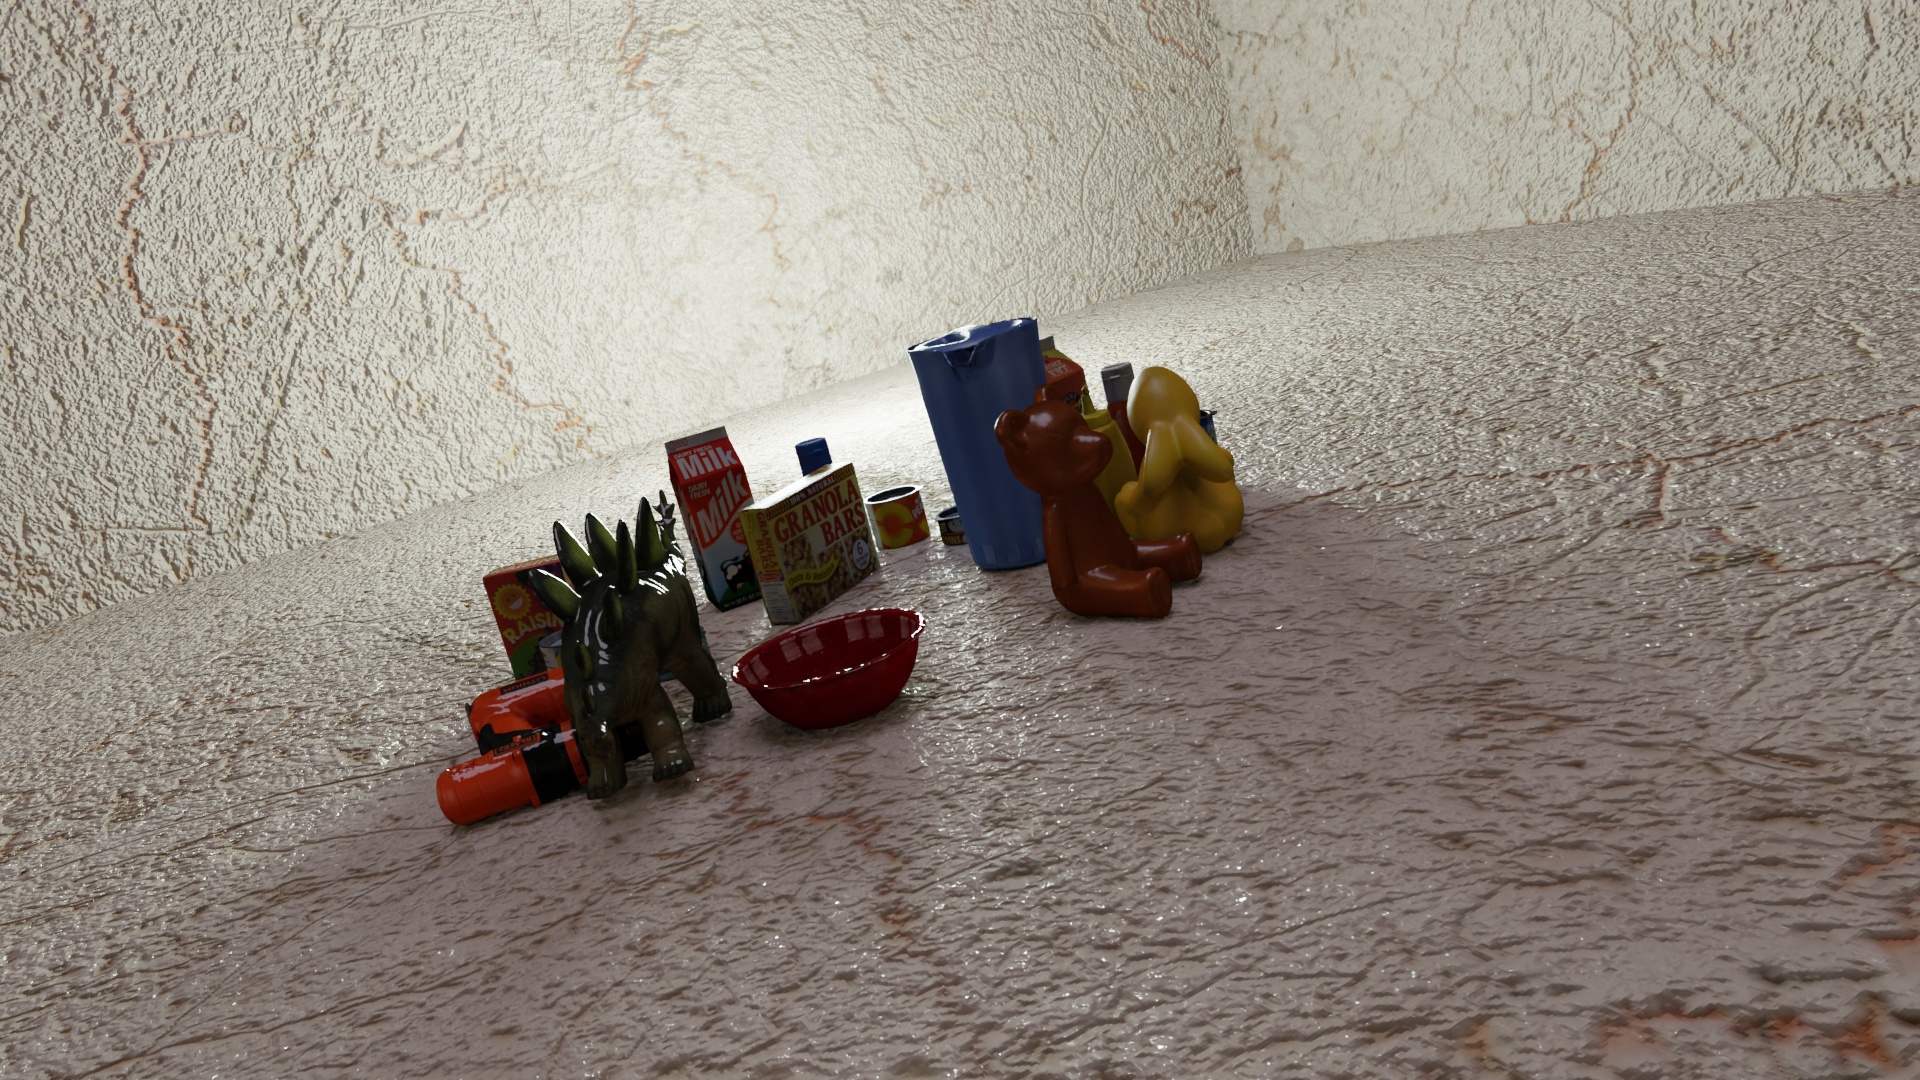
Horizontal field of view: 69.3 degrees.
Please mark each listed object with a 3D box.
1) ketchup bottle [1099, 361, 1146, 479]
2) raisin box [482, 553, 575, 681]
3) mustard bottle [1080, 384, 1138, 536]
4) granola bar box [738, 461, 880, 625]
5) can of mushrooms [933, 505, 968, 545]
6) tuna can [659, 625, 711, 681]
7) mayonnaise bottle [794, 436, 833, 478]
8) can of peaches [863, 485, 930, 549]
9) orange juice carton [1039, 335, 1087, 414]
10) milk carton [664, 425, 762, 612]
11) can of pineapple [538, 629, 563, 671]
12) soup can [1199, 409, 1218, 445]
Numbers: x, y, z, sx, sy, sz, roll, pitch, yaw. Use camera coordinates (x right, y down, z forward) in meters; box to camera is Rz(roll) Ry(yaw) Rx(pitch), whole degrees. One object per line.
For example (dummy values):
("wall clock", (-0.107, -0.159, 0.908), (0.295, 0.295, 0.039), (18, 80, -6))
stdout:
("ketchup bottle", (0.188, -0.123, 1.547), (0.064, 0.148, 0.044), (-10, 14, 16))
("raisin box", (-0.416, 0.081, 1.394), (0.086, 0.123, 0.040), (-12, 14, 7))
("mustard bottle", (0.142, -0.081, 1.405), (0.049, 0.159, 0.065), (0, 20, 46))
("granola bar box", (-0.155, 0.001, 1.450), (0.039, 0.124, 0.166), (-6, 16, 30))
("can of mushrooms", (0.006, -0.020, 1.560), (0.071, 0.033, 0.071), (-13, 14, 3))
("tuna can", (-0.272, 0.108, 1.335), (0.071, 0.032, 0.071), (-13, 14, 3))
("mayonnaise bottle", (-0.149, -0.041, 1.558), (0.065, 0.147, 0.041), (-19, 14, -21))
("can of peaches", (-0.071, -0.028, 1.615), (0.071, 0.058, 0.071), (-13, 14, 3))
("orange juice carton", (0.104, -0.132, 1.575), (0.072, 0.192, 0.073), (-26, 18, -40))
("milk carton", (-0.264, -0.026, 1.524), (0.072, 0.190, 0.073), (-19, 14, -19))
("can of pineapple", (-0.364, 0.116, 1.342), (0.071, 0.057, 0.071), (-13, 14, 3))
("soup can", (0.251, -0.094, 1.509), (0.071, 0.083, 0.071), (-13, 14, 3))
